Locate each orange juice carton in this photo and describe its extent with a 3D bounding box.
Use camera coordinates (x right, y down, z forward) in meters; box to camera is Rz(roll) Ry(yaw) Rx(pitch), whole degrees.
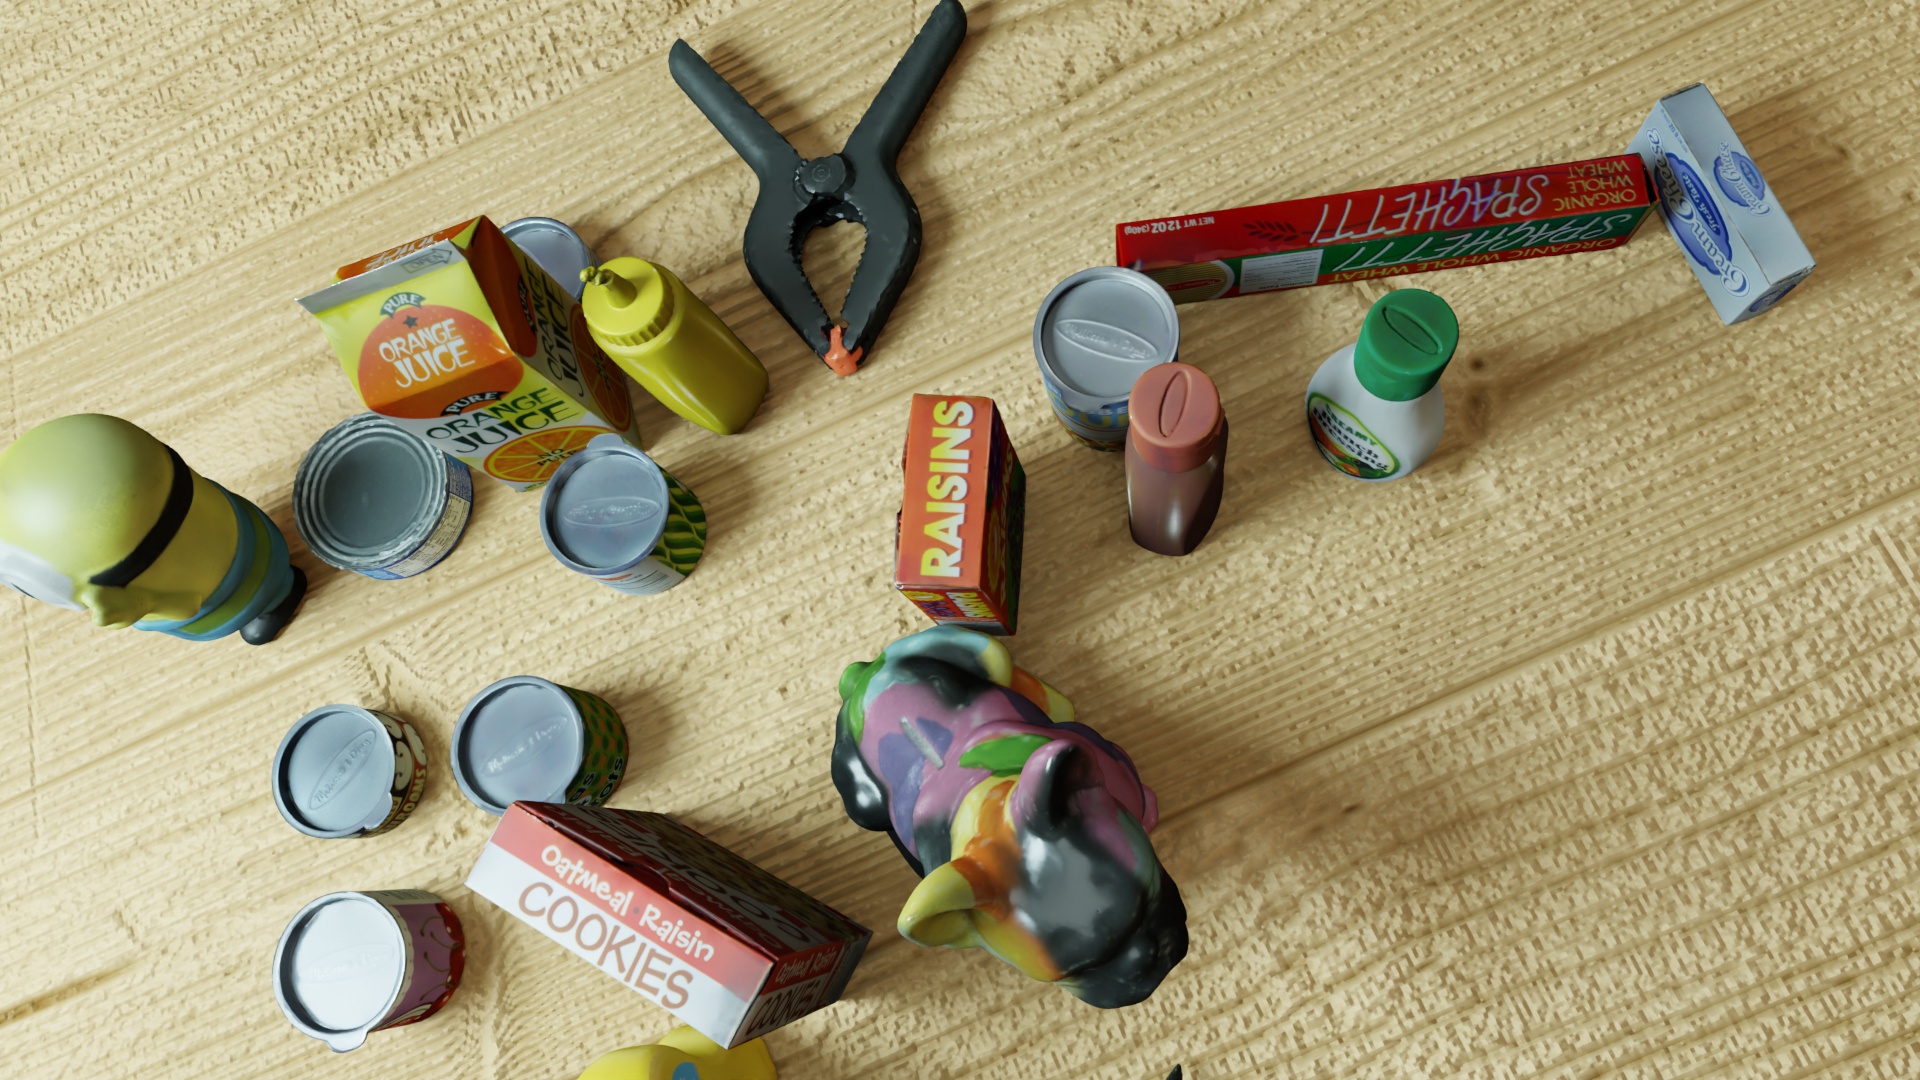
[{"bbox_3d":[-0.224,-0.088,0.653,0.072,0.192,0.073,-19,75,4],"label":"orange juice carton"}]

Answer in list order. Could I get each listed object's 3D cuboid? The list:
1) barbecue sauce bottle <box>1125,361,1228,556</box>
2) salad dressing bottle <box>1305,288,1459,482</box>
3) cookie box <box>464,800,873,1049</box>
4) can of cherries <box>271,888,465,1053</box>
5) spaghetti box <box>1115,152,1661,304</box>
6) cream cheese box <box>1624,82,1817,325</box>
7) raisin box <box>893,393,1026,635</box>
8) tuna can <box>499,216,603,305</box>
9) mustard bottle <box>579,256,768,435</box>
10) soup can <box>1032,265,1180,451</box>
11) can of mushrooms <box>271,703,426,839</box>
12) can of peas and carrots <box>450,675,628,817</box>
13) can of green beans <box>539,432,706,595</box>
[{"bbox_3d":[0.096,-0.037,0.615,0.044,0.148,0.065,16,80,12],"label":"barbecue sauce bottle"},{"bbox_3d":[0.186,-0.067,0.609,0.044,0.147,0.064,-45,75,-3],"label":"salad dressing bottle"},{"bbox_3d":[-0.114,0.157,0.591,0.123,0.167,0.040,26,83,13],"label":"cookie box"},{"bbox_3d":[-0.280,0.203,0.662,0.071,0.058,0.071,-2,77,8],"label":"can of cherries"},{"bbox_3d":[0.201,-0.148,0.677,0.250,0.050,0.029,-6,76,7],"label":"spaghetti box"},{"bbox_3d":[0.355,-0.157,0.654,0.024,0.053,0.104,-23,75,3],"label":"cream cheese box"},{"bbox_3d":[0.002,-0.008,0.635,0.040,0.123,0.086,3,78,9],"label":"raisin box"},{"bbox_3d":[-0.227,-0.136,0.748,0.071,0.032,0.071,-2,77,8],"label":"tuna can"},{"bbox_3d":[-0.140,-0.097,0.659,0.065,0.160,0.049,31,84,14],"label":"mustard bottle"},{"bbox_3d":[0.070,-0.082,0.663,0.071,0.083,0.071,-2,77,8],"label":"soup can"},{"bbox_3d":[-0.305,0.118,0.699,0.071,0.033,0.071,-2,77,8],"label":"can of mushrooms"},{"bbox_3d":[-0.201,0.104,0.673,0.071,0.058,0.071,-2,77,8],"label":"can of peas and carrots"},{"bbox_3d":[-0.167,-0.009,0.695,0.071,0.057,0.071,-2,77,8],"label":"can of green beans"}]
